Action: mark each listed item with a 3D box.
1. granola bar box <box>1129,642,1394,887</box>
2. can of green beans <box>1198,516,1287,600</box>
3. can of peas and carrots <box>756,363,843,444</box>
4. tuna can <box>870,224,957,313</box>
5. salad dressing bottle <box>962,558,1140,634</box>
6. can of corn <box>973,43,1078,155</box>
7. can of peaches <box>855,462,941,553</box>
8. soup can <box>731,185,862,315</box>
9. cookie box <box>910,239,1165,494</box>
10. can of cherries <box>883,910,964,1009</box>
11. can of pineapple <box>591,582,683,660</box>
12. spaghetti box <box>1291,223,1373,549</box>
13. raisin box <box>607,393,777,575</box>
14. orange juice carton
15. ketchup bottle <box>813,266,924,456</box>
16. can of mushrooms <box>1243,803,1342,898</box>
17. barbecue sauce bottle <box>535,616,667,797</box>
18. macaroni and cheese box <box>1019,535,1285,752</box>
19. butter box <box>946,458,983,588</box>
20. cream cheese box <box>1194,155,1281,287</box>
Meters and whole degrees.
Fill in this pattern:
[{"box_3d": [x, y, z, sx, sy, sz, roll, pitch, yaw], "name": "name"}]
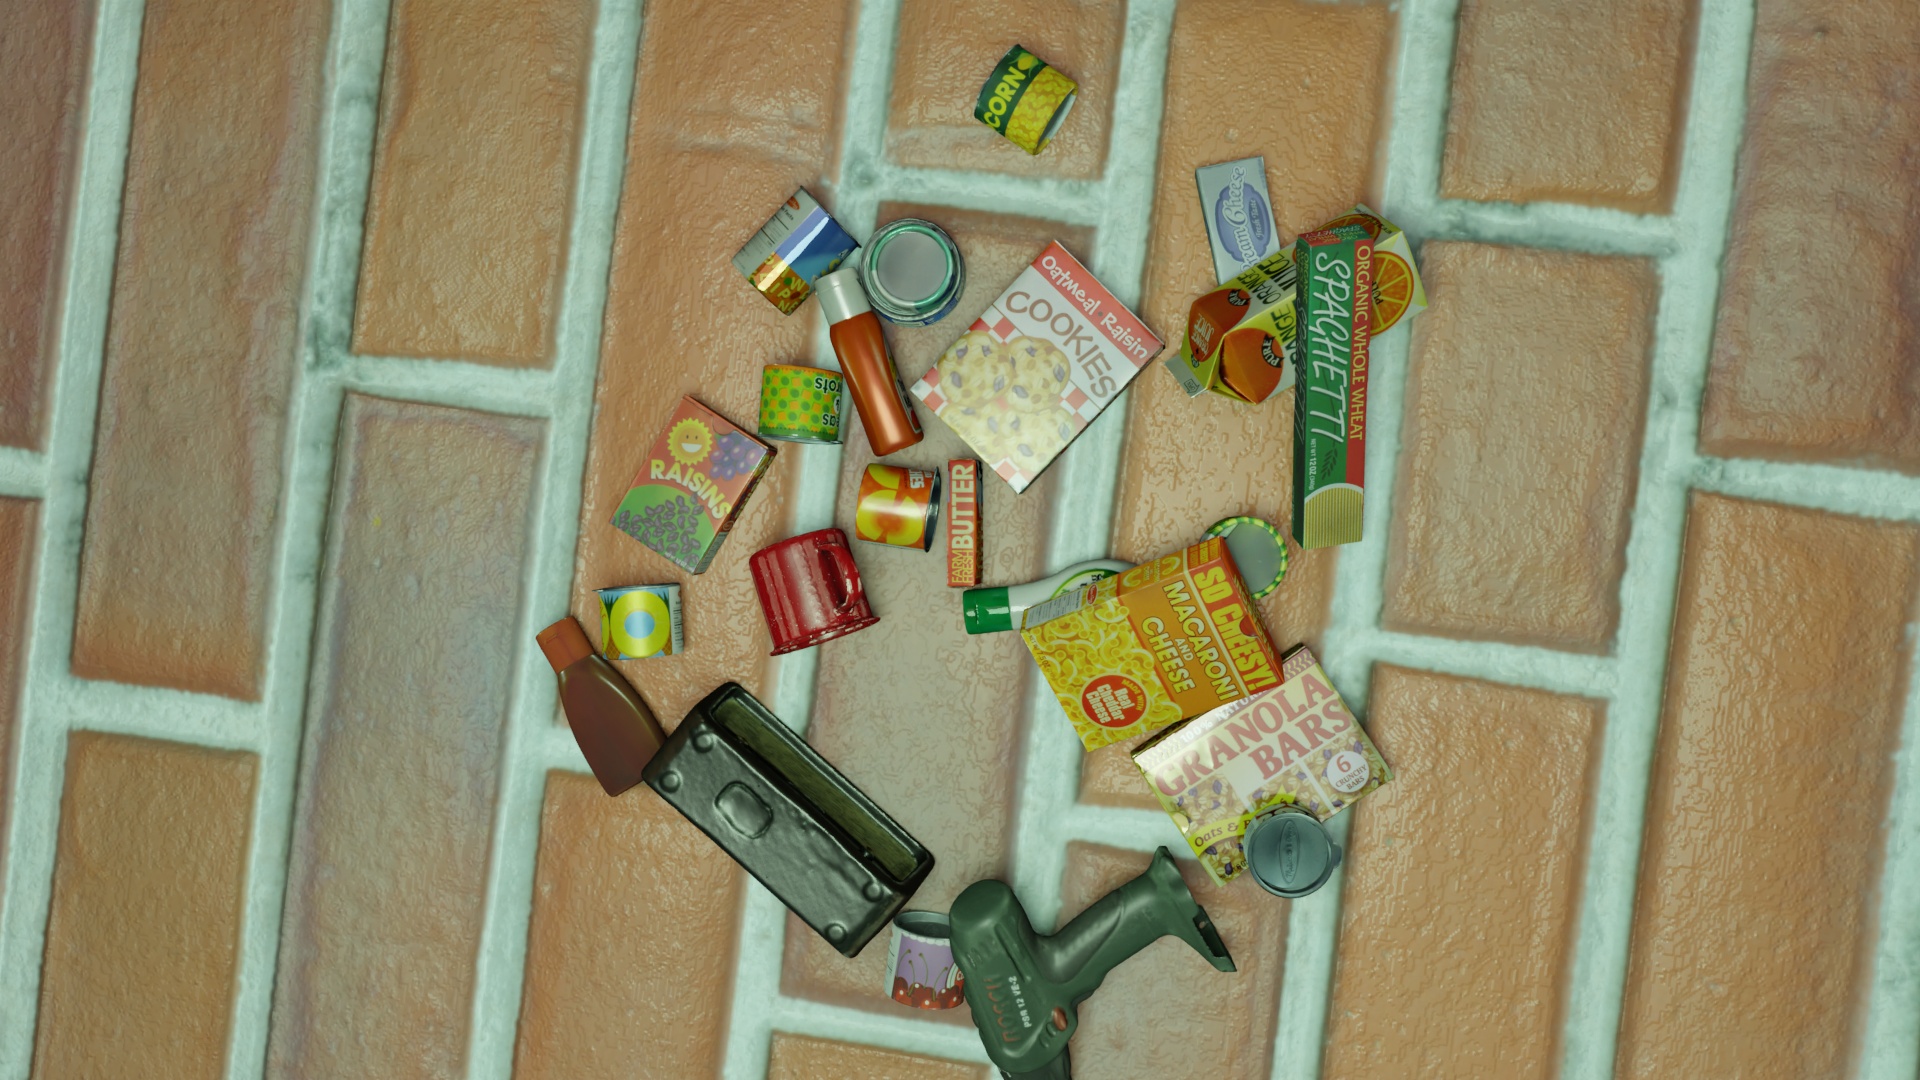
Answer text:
[{"box_3d": [0.237, 0.177, 1.101, 0.165, 0.039, 0.124, -34, 87, 5], "name": "granola bar box"}, {"box_3d": [0.221, 0.014, 1.093, 0.071, 0.058, 0.071, 0, 91, 5], "name": "can of green beans"}, {"box_3d": [-0.127, -0.109, 1.122, 0.071, 0.071, 0.058, 5, 90, 6], "name": "can of peas and carrots"}, {"box_3d": [-0.035, -0.216, 1.094, 0.071, 0.033, 0.071, 0, 91, 6], "name": "tuna can"}, {"box_3d": [0.077, 0.051, 1.114, 0.148, 0.044, 0.064, -6, 95, 6], "name": "salad dressing bottle"}, {"box_3d": [0.052, -0.348, 1.102, 0.058, 0.071, 0.071, 34, 94, 4], "name": "can of corn"}, {"box_3d": [-0.049, -0.029, 1.114, 0.058, 0.071, 0.071, 8, 91, 6], "name": "can of peaches"}, {"box_3d": [-0.132, -0.232, 1.124, 0.083, 0.071, 0.071, -45, 86, 5], "name": "soup can"}, {"box_3d": [0.063, -0.138, 1.117, 0.123, 0.040, 0.167, 45, 95, 4], "name": "cookie box"}, {"box_3d": [-0.023, 0.336, 1.113, 0.071, 0.071, 0.058, 8, 92, 6], "name": "can of cherries"}, {"box_3d": [-0.263, 0.066, 1.135, 0.071, 0.071, 0.058, -4, 90, 6], "name": "can of pineapple"}, {"box_3d": [0.278, -0.110, 1.044, 0.050, 0.029, 0.248, -9, 117, -5], "name": "spaghetti box"}, {"box_3d": [-0.220, -0.045, 1.145, 0.086, 0.040, 0.123, 32, 92, 5], "name": "raisin box"}, {"box_3d": [0.250, -0.172, 1.069, 0.192, 0.072, 0.072, -30, 122, 5], "name": "orange juice carton"}, {"box_3d": [-0.075, -0.142, 1.109, 0.043, 0.065, 0.148, -21, 97, 2], "name": "ketchup bottle"}, {"box_3d": [0.253, 0.237, 1.064, 0.071, 0.033, 0.071, 0, 93, 4], "name": "can of mushrooms"}, {"box_3d": [-0.299, 0.134, 1.151, 0.065, 0.043, 0.148, -32, 87, 5], "name": "barbecue sauce bottle"}, {"box_3d": [0.148, 0.082, 1.070, 0.166, 0.040, 0.123, -22, 113, 19], "name": "macaroni and cheese box"}, {"box_3d": [0.004, -0.014, 1.116, 0.024, 0.053, 0.103, 0, 90, 8], "name": "butter box"}, {"box_3d": [0.223, -0.251, 1.109, 0.053, 0.024, 0.103, -12, 89, 6], "name": "cream cheese box"}]
